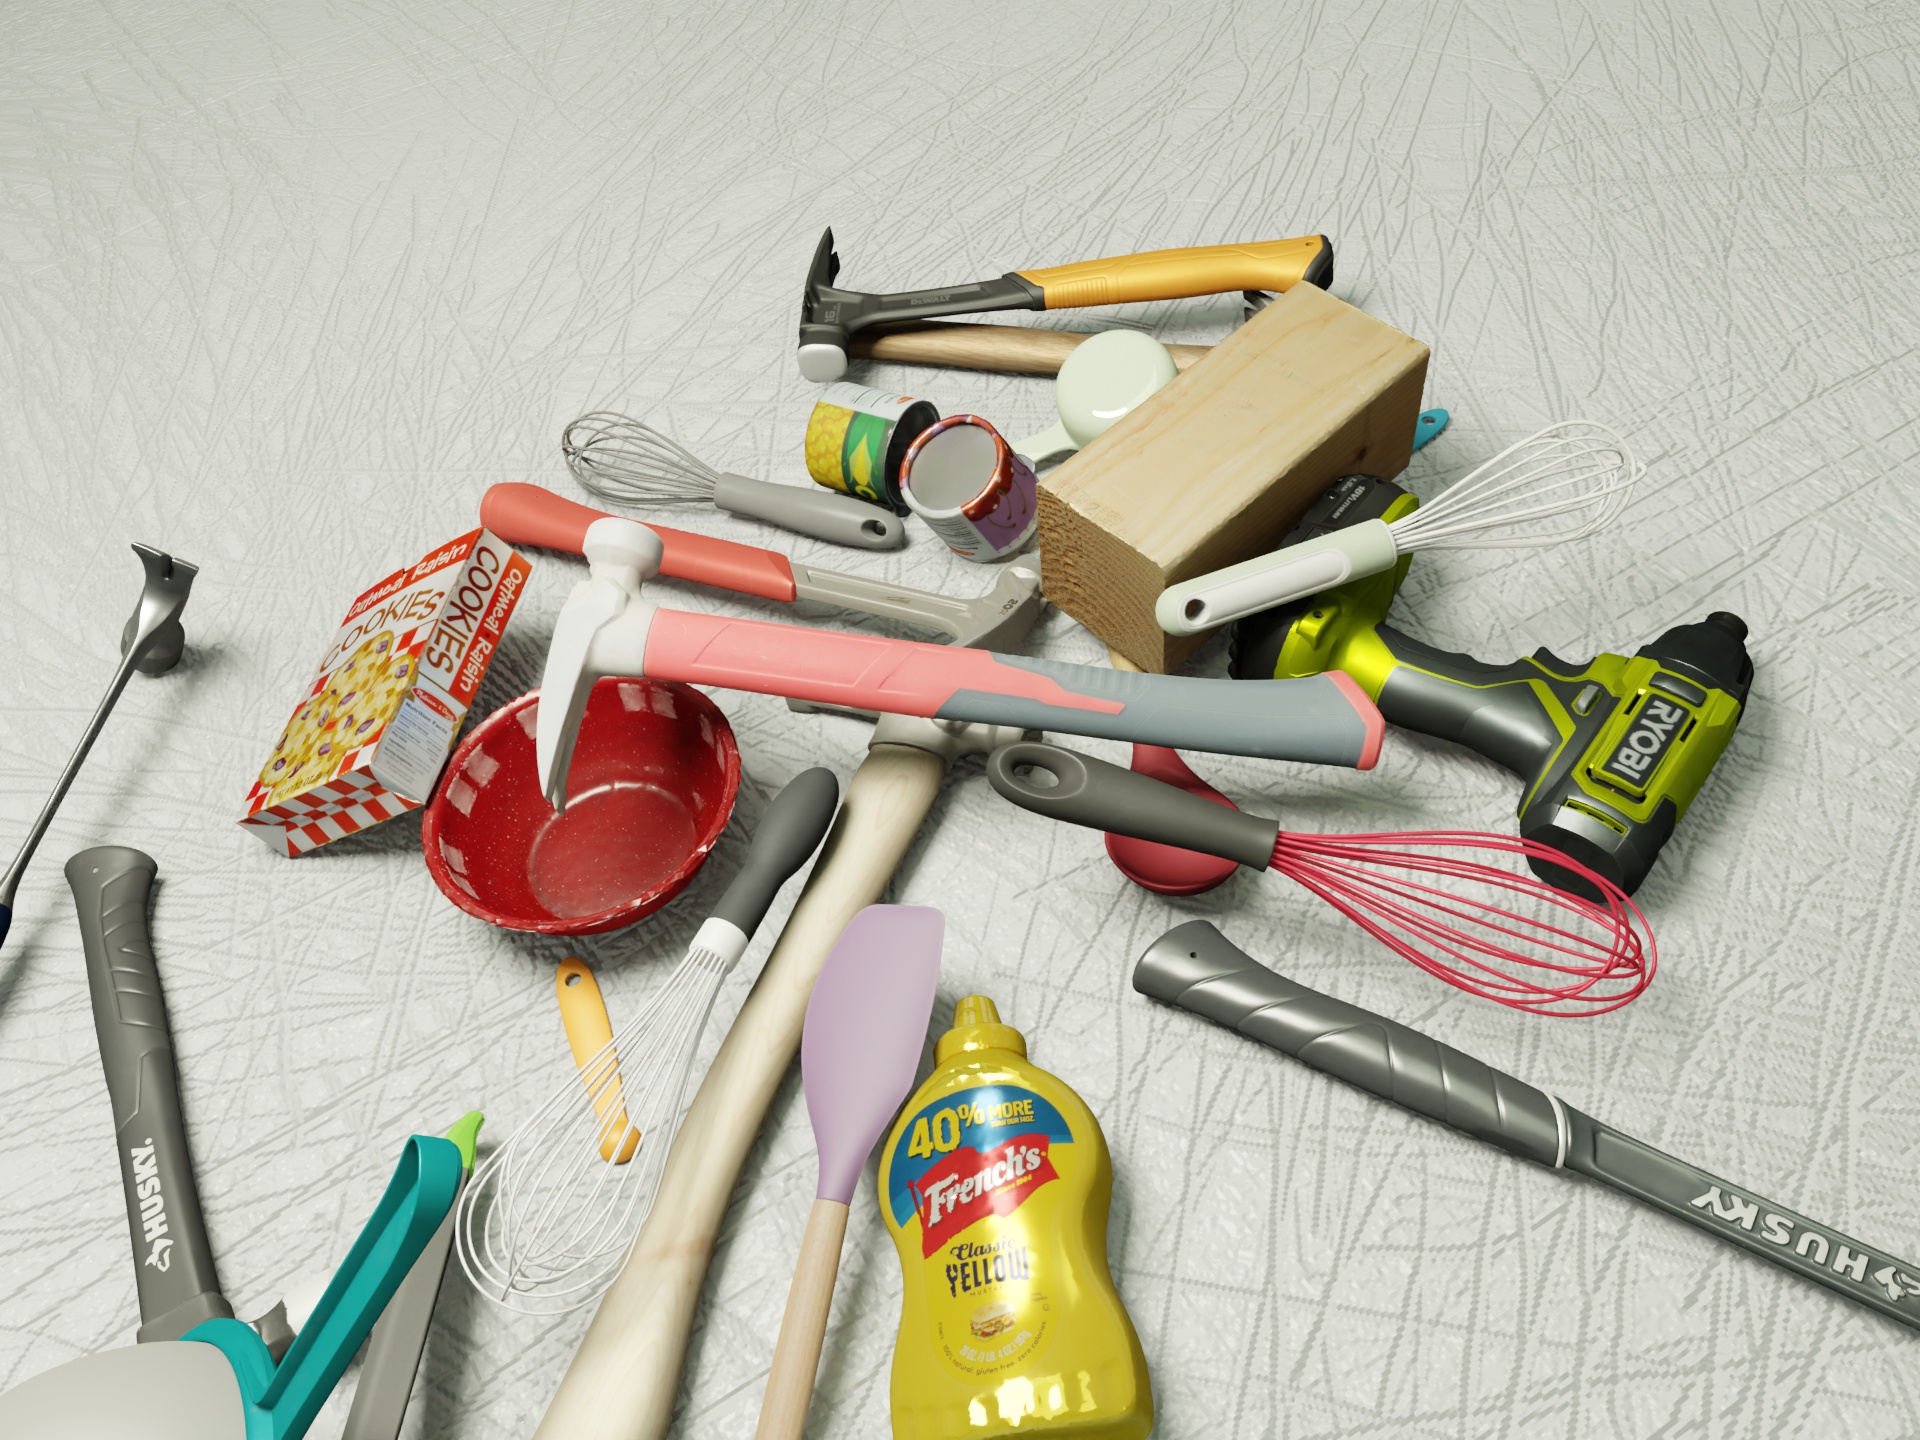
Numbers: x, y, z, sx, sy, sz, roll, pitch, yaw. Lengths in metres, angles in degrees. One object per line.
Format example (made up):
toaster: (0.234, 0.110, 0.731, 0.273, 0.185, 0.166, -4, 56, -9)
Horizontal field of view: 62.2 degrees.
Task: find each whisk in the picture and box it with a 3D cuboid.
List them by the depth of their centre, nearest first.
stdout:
whisk: (0.153, 0.061, 0.685, 0.296, 0.073, 0.073, 17, 54, 7)
whisk: (-0.122, 0.123, 0.692, 0.070, 0.070, 0.285, 13, 50, 20)
whisk: (0.210, -0.086, 0.758, 0.246, 0.057, 0.059, -18, 19, -4)
whisk: (-0.142, -0.143, 0.969, 0.239, 0.055, 0.055, 16, 55, 17)

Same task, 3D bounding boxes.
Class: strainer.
strainer: (-0.271, 0.250, 0.494, 0.340, 0.095, 0.211, -55, 36, 17)

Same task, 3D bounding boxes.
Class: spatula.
spatula: (-0.059, 0.219, 0.636, 0.060, 0.018, 0.316, -1, 59, 23)

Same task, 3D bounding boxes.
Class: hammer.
hammer: (0.255, 0.178, 0.637, 0.409, 0.036, 0.149, 22, 58, 26)
hammer: (-0.094, 0.138, 0.730, 0.146, 0.038, 0.411, 11, 53, 20)
hammer: (-0.001, -0.002, 0.740, 0.386, 0.038, 0.143, 8, 70, 5)
hammer: (-0.386, 0.181, 0.743, 0.146, 0.035, 0.335, -28, 50, -10)
hammer: (-0.485, 0.084, 0.806, 0.035, 0.144, 0.406, 25, 55, -20)
hammer: (-0.133, -0.084, 0.904, 0.359, 0.036, 0.149, 14, 33, 24)
hammer: (0.065, -0.280, 1.014, 0.337, 0.034, 0.127, -4, 51, 8)
hammer: (0.065, -0.237, 1.021, 0.331, 0.031, 0.130, 10, 53, 18)

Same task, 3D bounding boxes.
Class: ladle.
ladle: (0.089, -0.028, 0.845, 0.069, 0.031, 0.316, -9, 48, -1)

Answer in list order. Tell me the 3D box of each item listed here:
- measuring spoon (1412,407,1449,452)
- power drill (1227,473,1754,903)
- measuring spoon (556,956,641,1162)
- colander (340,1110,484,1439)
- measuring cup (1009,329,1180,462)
measuring spoon: (0.238, -0.156, 0.928, 0.128, 0.021, 0.042, -33, 53, -16)
power drill: (0.262, -0.029, 0.785, 0.223, 0.080, 0.171, 30, 62, 25)
measuring spoon: (-0.172, 0.155, 0.745, 0.021, 0.011, 0.117, -22, 50, -9)
colander: (-0.186, 0.307, 0.565, 0.094, 0.204, 0.397, 21, 31, -16)
measuring cup: (0.053, -0.177, 0.948, 0.167, 0.038, 0.083, -25, 64, 5)
